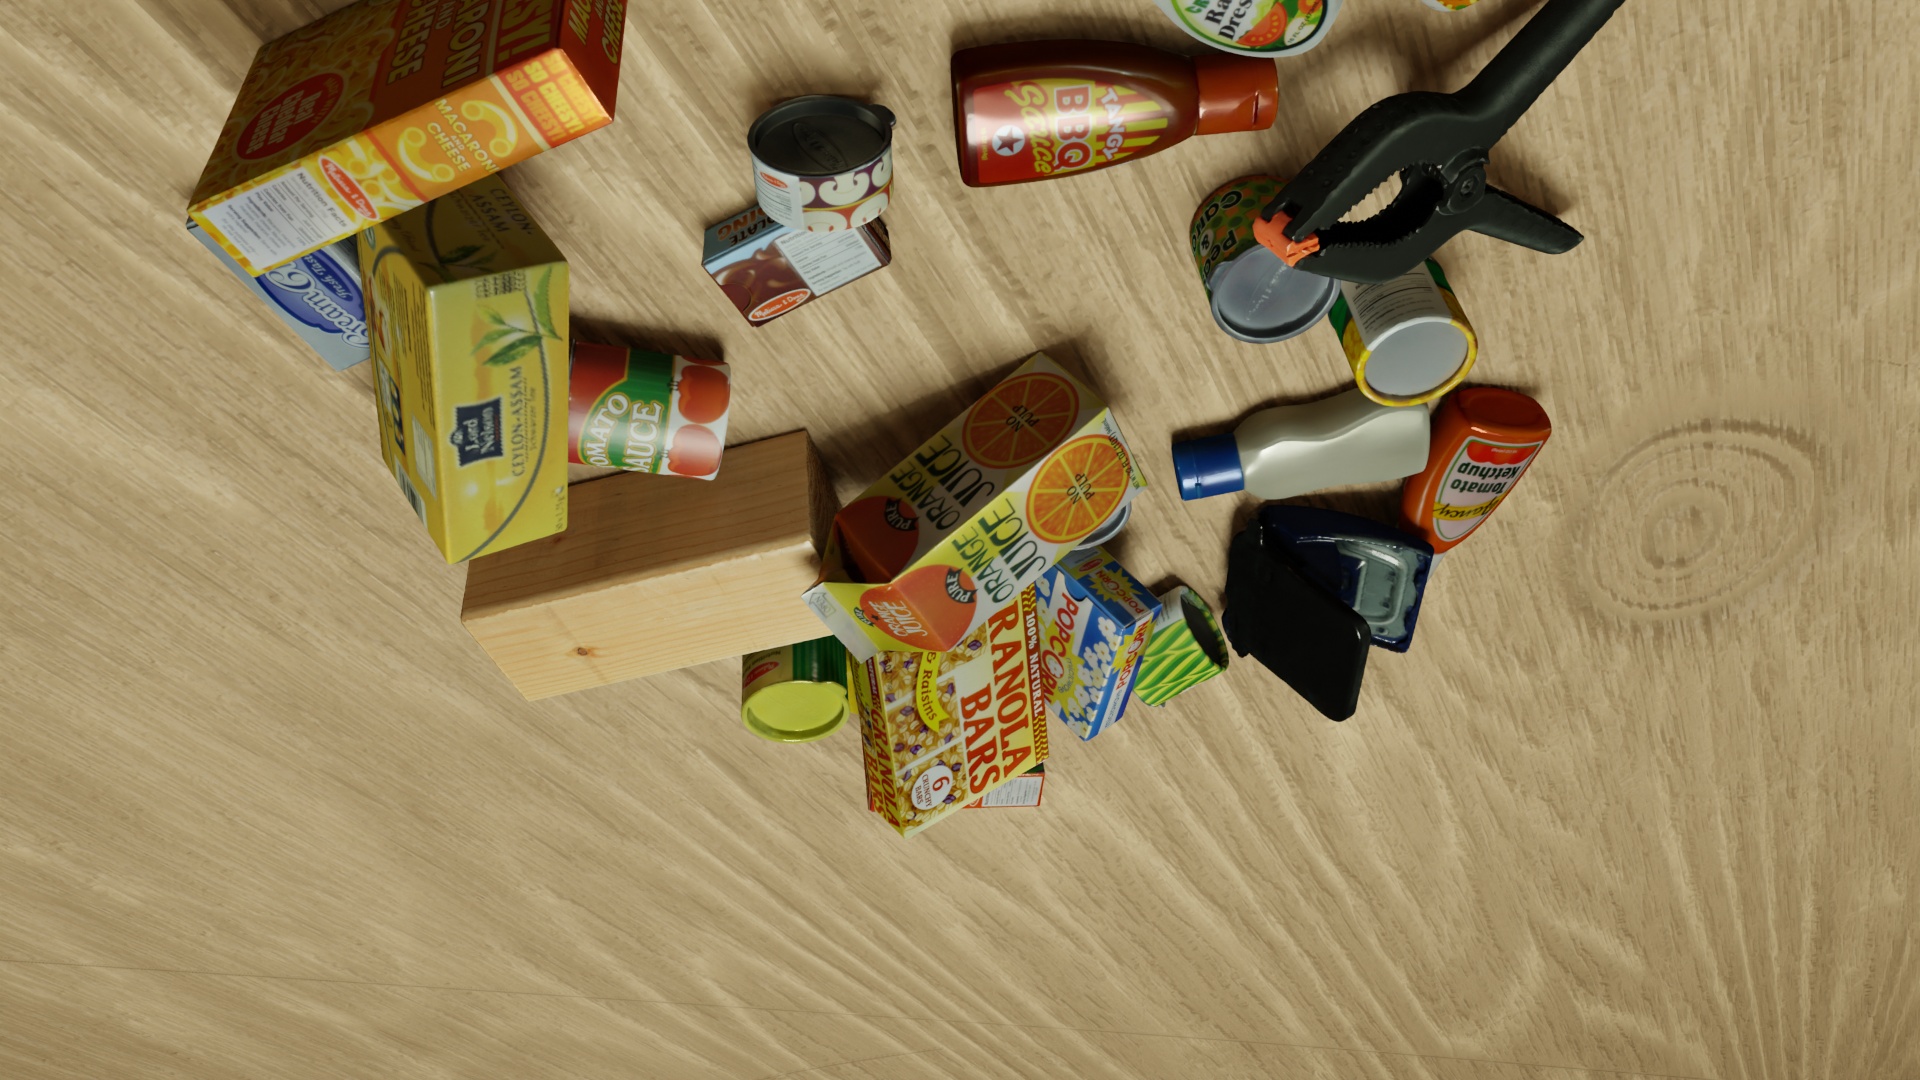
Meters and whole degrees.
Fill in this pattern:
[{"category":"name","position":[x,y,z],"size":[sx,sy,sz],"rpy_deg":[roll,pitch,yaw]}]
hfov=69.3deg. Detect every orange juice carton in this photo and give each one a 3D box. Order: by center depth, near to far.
[{"category":"orange juice carton","position":[0.003,-0.010,0.776],"size":[0.193,0.073,0.071],"rpy_deg":[-39,135,-5]}]

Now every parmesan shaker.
[{"category":"parmesan shaker","position":[-0.103,0.066,0.878],"size":[0.071,0.103,0.071],"rpy_deg":[-4,138,-3]}]

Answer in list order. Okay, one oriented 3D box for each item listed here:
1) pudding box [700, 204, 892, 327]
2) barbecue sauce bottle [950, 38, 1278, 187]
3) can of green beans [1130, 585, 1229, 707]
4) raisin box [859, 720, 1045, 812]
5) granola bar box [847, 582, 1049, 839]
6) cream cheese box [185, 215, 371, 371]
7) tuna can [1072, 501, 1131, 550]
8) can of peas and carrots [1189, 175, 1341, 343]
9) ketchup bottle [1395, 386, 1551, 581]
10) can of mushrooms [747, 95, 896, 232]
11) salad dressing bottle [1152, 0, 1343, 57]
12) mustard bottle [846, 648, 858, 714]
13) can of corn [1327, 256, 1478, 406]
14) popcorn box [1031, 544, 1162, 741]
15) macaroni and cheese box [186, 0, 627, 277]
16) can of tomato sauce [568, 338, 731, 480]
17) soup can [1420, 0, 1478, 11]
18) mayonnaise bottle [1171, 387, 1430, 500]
[{"category":"pudding box","position":[-0.083,-0.148,0.700],"size":[0.083,0.030,0.049],"rpy_deg":[-23,137,16]},{"category":"barbecue sauce bottle","position":[0.071,-0.204,0.650],"size":[0.149,0.044,0.064],"rpy_deg":[-6,137,-2]},{"category":"can of green beans","position":[0.142,0.072,0.948],"size":[0.057,0.071,0.071],"rpy_deg":[-31,133,23]},{"category":"raisin box","position":[-0.007,0.148,0.995],"size":[0.123,0.086,0.039],"rpy_deg":[0,132,-9]},{"category":"granola bar box","position":[-0.006,0.095,0.898],"size":[0.125,0.039,0.164],"rpy_deg":[-25,125,-28]},{"category":"cream cheese box","position":[-0.320,-0.133,0.686],"size":[0.053,0.024,0.103],"rpy_deg":[-19,137,14]},{"category":"tuna can","position":[0.068,-0.026,0.854],"size":[0.071,0.033,0.070],"rpy_deg":[-4,138,-4]},{"category":"can of peas and carrots","position":[0.153,-0.145,0.715],"size":[0.071,0.059,0.070],"rpy_deg":[-4,137,-3]},{"category":"ketchup bottle","position":[0.309,-0.029,0.877],"size":[0.065,0.044,0.148],"rpy_deg":[3,138,-12]},{"category":"can of mushrooms","position":[-0.062,-0.176,0.646],"size":[0.071,0.071,0.033],"rpy_deg":[-4,138,-3]},{"category":"salad dressing bottle","position":[0.093,-0.254,0.597],"size":[0.148,0.044,0.064],"rpy_deg":[12,140,-20]},{"category":"mustard bottle","position":[-0.064,0.088,0.949],"size":[0.160,0.049,0.065],"rpy_deg":[10,132,-18]},{"category":"can of corn","position":[0.243,-0.114,0.762],"size":[0.071,0.058,0.070],"rpy_deg":[-4,138,-3]},{"category":"popcorn box","position":[0.078,0.062,0.910],"size":[0.038,0.085,0.126],"rpy_deg":[-27,147,-30]},{"category":"macaroni and cheese box","position":[-0.220,-0.187,0.566],"size":[0.166,0.124,0.040],"rpy_deg":[-19,138,12]},{"category":"can of tomato sauce","position":[-0.169,-0.068,0.745],"size":[0.083,0.071,0.070],"rpy_deg":[7,136,-16]},{"category":"soup can","position":[0.191,-0.271,0.575],"size":[0.084,0.072,0.071],"rpy_deg":[19,132,-27]},{"category":"mayonnaise bottle","position":[0.203,-0.055,0.836],"size":[0.148,0.041,0.064],"rpy_deg":[-11,136,5]}]
